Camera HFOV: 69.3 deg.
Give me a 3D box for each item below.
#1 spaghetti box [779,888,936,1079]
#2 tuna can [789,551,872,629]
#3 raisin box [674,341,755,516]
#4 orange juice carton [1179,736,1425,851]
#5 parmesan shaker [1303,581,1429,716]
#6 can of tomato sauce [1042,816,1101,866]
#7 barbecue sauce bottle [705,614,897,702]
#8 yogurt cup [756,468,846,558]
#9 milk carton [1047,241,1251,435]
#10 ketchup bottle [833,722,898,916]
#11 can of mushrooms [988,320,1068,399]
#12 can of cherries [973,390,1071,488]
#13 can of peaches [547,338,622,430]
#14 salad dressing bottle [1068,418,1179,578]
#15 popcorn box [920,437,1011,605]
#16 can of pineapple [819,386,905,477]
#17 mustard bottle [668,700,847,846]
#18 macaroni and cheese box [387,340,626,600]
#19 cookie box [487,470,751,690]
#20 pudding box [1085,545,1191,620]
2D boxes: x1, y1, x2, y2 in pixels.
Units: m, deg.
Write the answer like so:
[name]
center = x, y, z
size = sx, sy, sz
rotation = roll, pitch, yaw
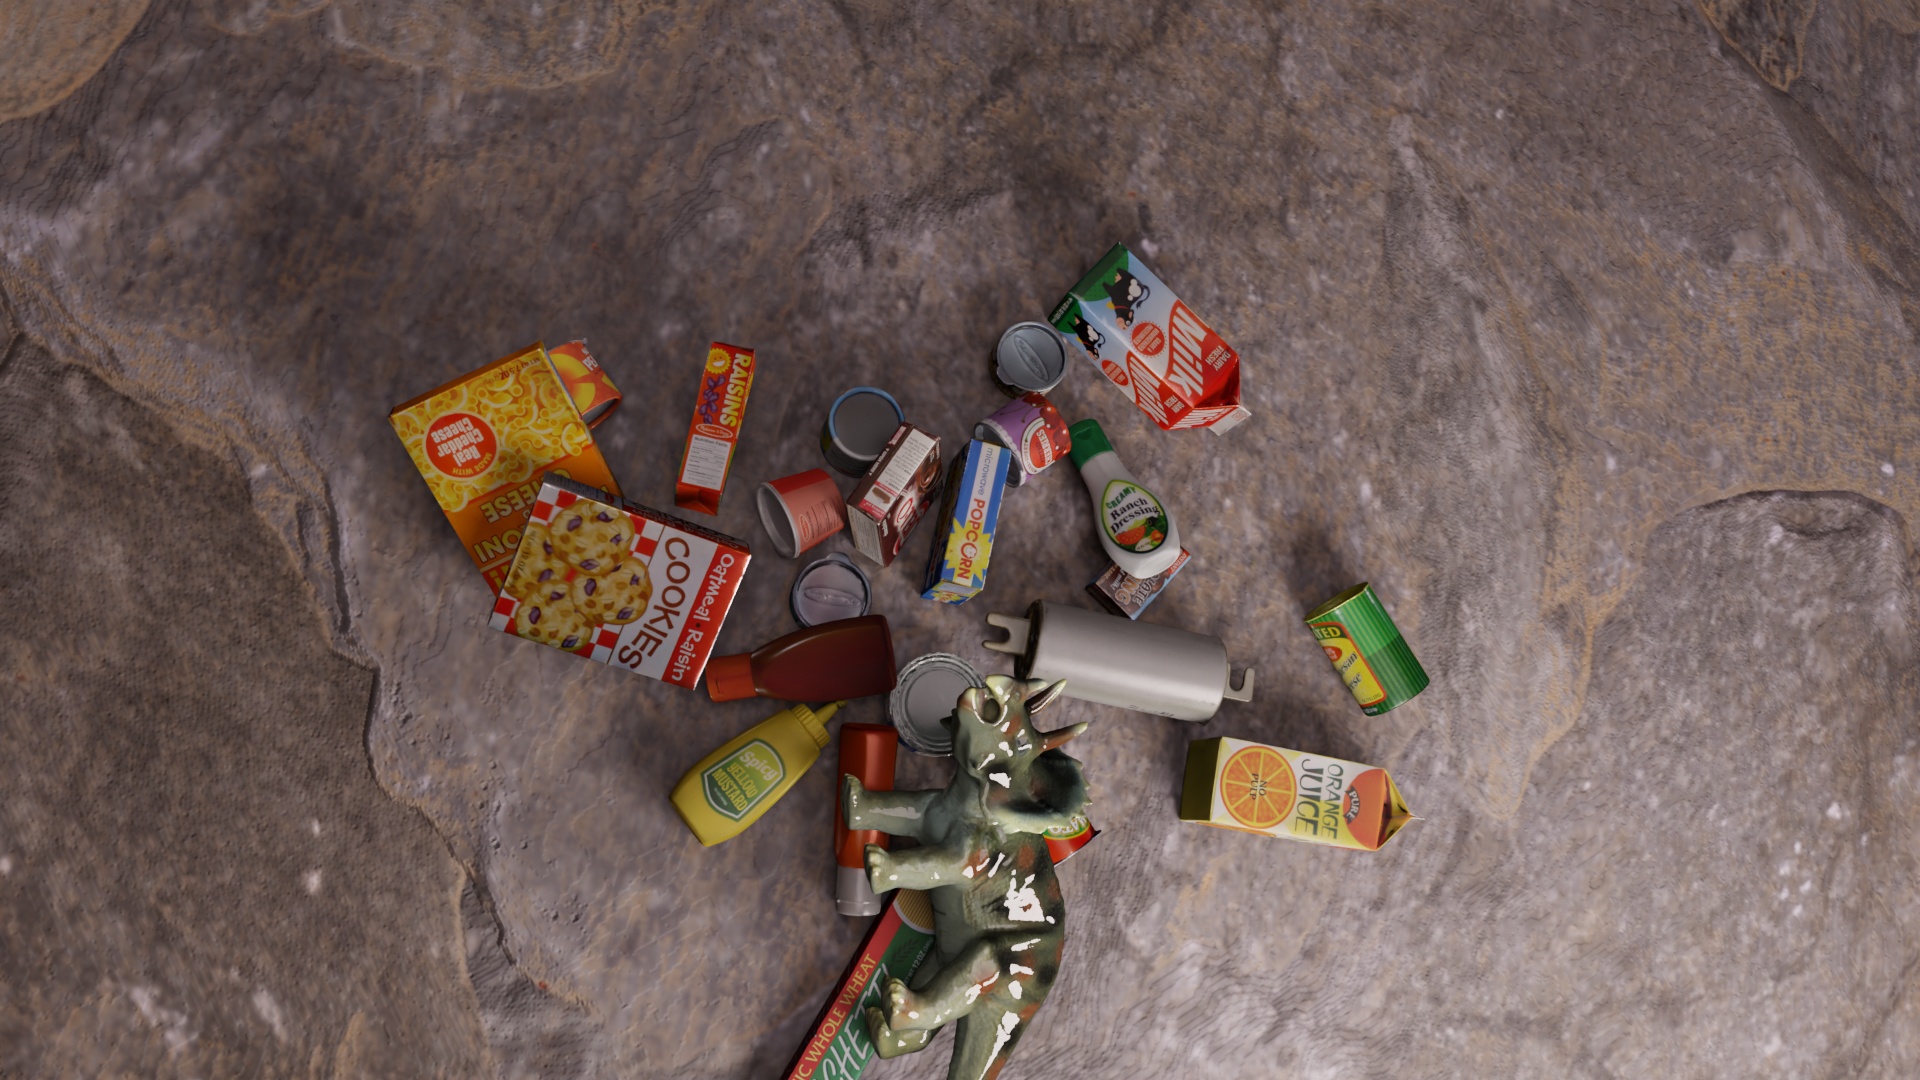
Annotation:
[spaghetti box]
center = -0.077, 0.366, 1.098
size = 0.050, 0.028, 0.251
rotation = 34, 73, -5
[tuna can]
center = -0.108, 0.047, 1.157
size = 0.071, 0.032, 0.071
rotation = 3, 78, -13
[raisin box]
center = -0.201, -0.090, 1.137
size = 0.040, 0.086, 0.123
rotation = 13, 76, -8
[orange juice carton]
center = 0.294, 0.222, 1.193
size = 0.193, 0.071, 0.073
rotation = 12, 77, -10
[parmesan shaker]
center = 0.363, 0.097, 1.235
size = 0.071, 0.071, 0.103
rotation = -31, 87, -17
[can of tomato sauce]
center = 0.064, 0.221, 1.141
size = 0.071, 0.071, 0.083
rotation = -30, 86, -17
[barbecue sauce bottle]
center = -0.128, 0.101, 1.118
size = 0.148, 0.044, 0.064
rotation = -9, 106, 1
[yogurt cup]
center = -0.130, -0.026, 1.152
size = 0.054, 0.072, 0.072
rotation = -25, 85, -25
[milk carton]
center = 0.178, -0.169, 1.249
size = 0.190, 0.072, 0.074
rotation = 44, 72, -1
[ketchup bottle]
center = -0.078, 0.222, 1.113
size = 0.043, 0.064, 0.149
rotation = 5, 86, -22
[can of mushrooms]
center = 0.058, -0.159, 1.239
size = 0.071, 0.033, 0.071
rotation = 3, 78, -13
[can of cherries]
center = 0.055, -0.087, 1.204
size = 0.058, 0.071, 0.071
rotation = -34, 88, -18
[can of peaches]
center = -0.316, -0.121, 1.127
size = 0.071, 0.071, 0.058
rotation = -37, 89, -17
[salad dressing bottle]
center = 0.136, -0.038, 1.207
size = 0.064, 0.044, 0.148
rotation = -27, 65, -2
[popcorn box]
center = 0.004, -0.015, 1.169
size = 0.038, 0.085, 0.127
rotation = 15, 75, -10
[can of pineapple]
center = -0.083, -0.094, 1.180
size = 0.071, 0.057, 0.071
rotation = 3, 78, -12
[mustard bottle]
center = -0.155, 0.174, 1.110
size = 0.161, 0.048, 0.065
rotation = -38, 90, -17
[macaroni and cheese box]
center = -0.341, -0.053, 1.076
size = 0.124, 0.040, 0.166
rotation = -26, 113, -6
[cookie box]
center = -0.263, 0.033, 1.081
size = 0.167, 0.040, 0.122
rotation = 21, 101, -20
[pudding box]
center = 0.157, 0.029, 1.224
size = 0.049, 0.030, 0.084
rotation = 45, 73, -1
